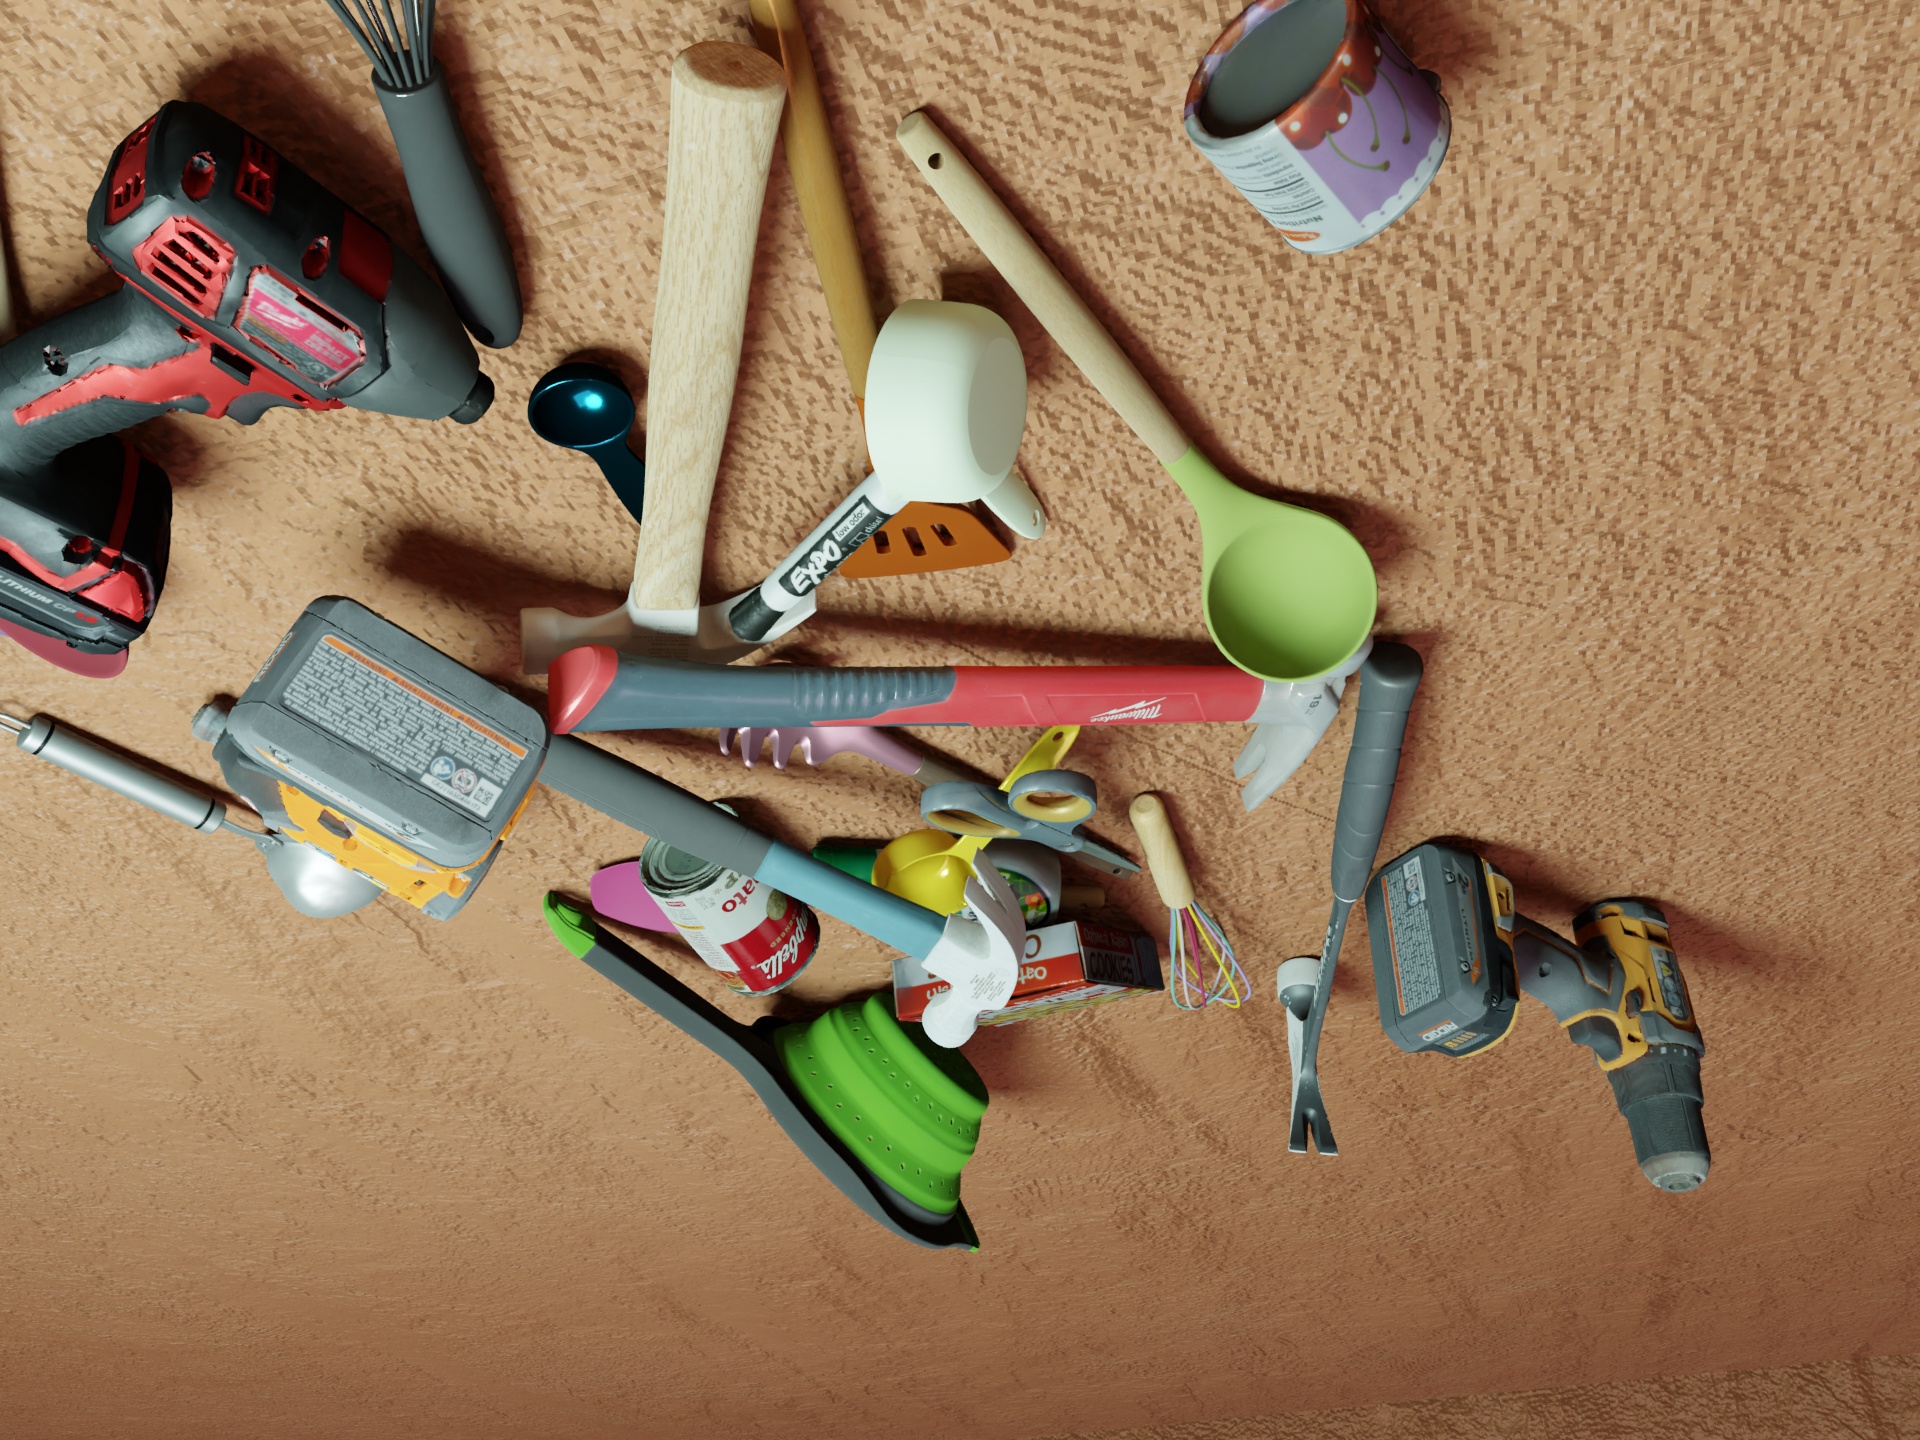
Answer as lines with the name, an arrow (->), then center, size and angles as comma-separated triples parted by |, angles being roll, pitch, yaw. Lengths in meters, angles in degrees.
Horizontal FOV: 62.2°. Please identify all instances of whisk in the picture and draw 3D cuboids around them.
whisk -> 0.138, 0.120, 1.004 | 0.051, 0.047, 0.244 | -21, 139, 5
whisk -> -0.173, -0.206, 0.508 | 0.055, 0.055, 0.238 | -1, 150, -1

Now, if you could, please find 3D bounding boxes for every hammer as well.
hammer -> -0.116, 0.067, 0.828 | 0.331, 0.033, 0.128 | 27, 133, -9
hammer -> -0.001, -0.002, 0.772 | 0.386, 0.038, 0.143 | -1, 144, -16
hammer -> -0.105, -0.115, 0.624 | 0.130, 0.031, 0.331 | -2, 149, -17
hammer -> 0.222, 0.106, 0.927 | 0.036, 0.149, 0.408 | 3, 139, 6

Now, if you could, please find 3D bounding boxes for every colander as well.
colander -> -0.102, 0.208, 1.067 | 0.094, 0.205, 0.396 | -46, 117, 2

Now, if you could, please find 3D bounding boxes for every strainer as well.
strainer -> -0.411, 0.059, 0.883 | 0.087, 0.050, 0.258 | -13, 143, 40

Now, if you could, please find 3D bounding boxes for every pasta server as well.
pasta server -> -0.005, 0.039, 0.877 | 0.316, 0.040, 0.060 | 28, 122, -38

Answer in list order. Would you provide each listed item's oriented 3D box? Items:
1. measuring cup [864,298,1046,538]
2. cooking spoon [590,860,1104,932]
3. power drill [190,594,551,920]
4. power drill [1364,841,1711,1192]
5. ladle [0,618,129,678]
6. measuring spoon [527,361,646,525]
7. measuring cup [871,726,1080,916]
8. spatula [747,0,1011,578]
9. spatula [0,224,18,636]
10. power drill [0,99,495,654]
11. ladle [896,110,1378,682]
measuring cup -> 0.016, -0.107, 0.640 | 0.038, 0.083, 0.167 | 9, 168, 27
cooking spoon -> -0.068, 0.108, 0.991 | 0.319, 0.017, 0.068 | 2, 134, -5
power drill -> -0.287, 0.020, 0.751 | 0.164, 0.084, 0.226 | 32, 155, -13
power drill -> 0.368, 0.183, 0.984 | 0.226, 0.186, 0.084 | 18, 142, -22
ladle -> -0.484, -0.105, 0.633 | 0.315, 0.031, 0.069 | 32, 137, -32
measuring spoon -> -0.142, -0.112, 0.674 | 0.042, 0.021, 0.128 | -16, 153, 7
measuring cup -> 0.009, 0.049, 0.865 | 0.062, 0.029, 0.156 | 26, 111, -40
spatula -> -0.039, -0.153, 0.612 | 0.081, 0.041, 0.322 | -6, 141, 7
spatula -> -0.384, -0.119, 0.641 | 0.059, 0.018, 0.315 | 14, 143, -16
power drill -> -0.286, -0.115, 0.581 | 0.219, 0.079, 0.143 | -26, 144, 24
ladle -> 0.077, -0.118, 0.639 | 0.078, 0.062, 0.319 | -35, 133, 16
